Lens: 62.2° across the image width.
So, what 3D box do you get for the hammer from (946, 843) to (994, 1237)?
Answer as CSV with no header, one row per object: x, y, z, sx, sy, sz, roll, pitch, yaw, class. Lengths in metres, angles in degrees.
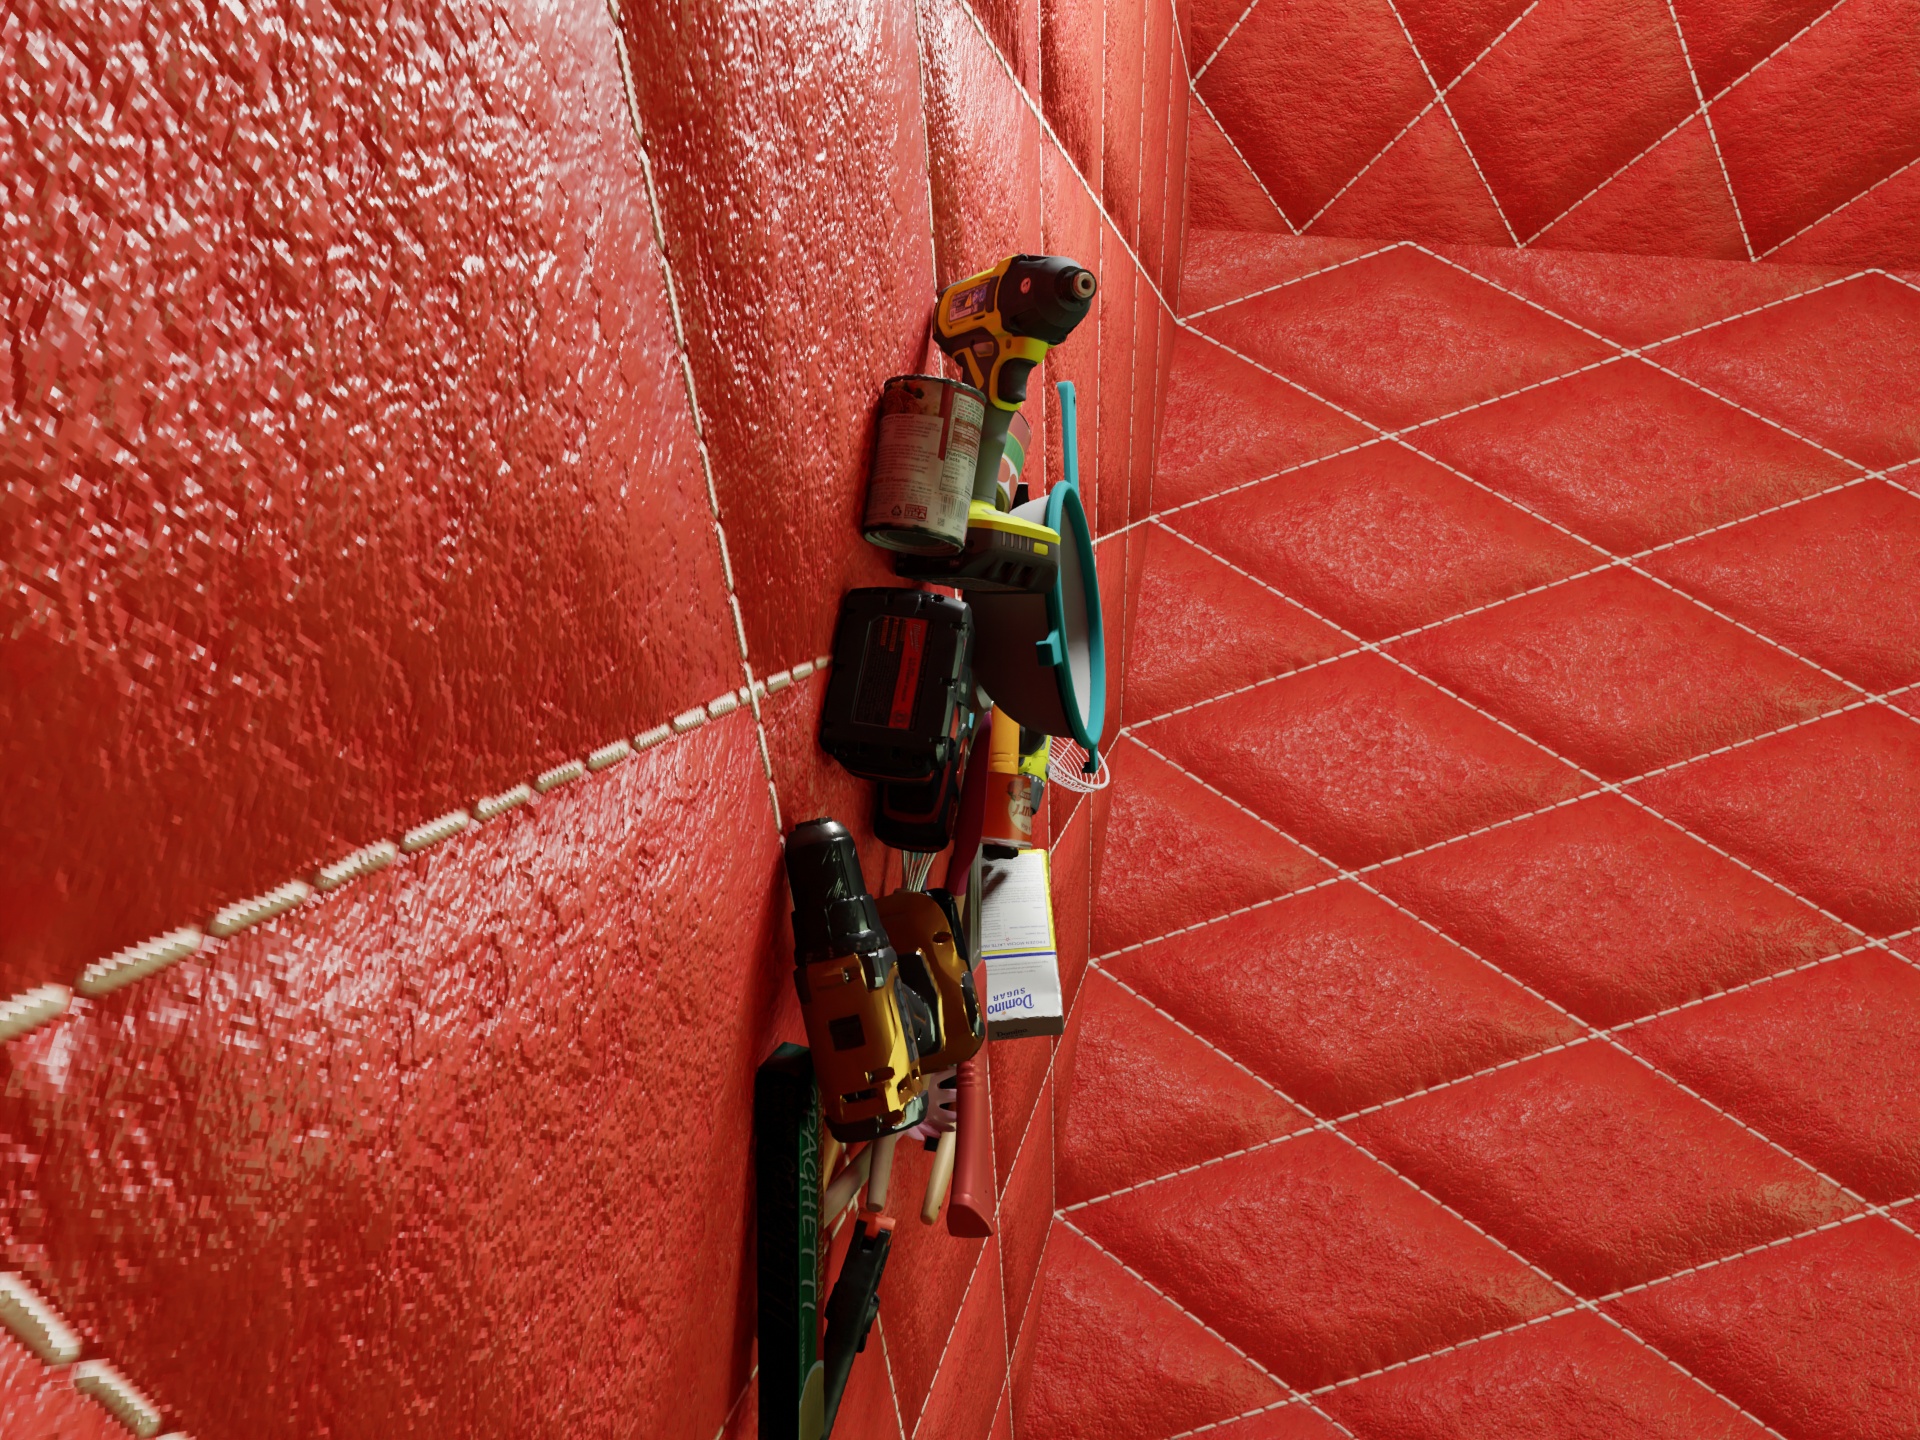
0.013,0.248,1.340,0.149,0.037,0.359,48,37,-57,hammer

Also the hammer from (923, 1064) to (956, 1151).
-0.023,0.296,1.426,0.334,0.035,0.146,73,25,-66,hammer

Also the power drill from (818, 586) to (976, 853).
-0.028,-0.020,1.086,0.226,0.080,0.188,73,26,-73,power drill

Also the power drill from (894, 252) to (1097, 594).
0.028,-0.203,1.093,0.171,0.080,0.223,8,-91,62,power drill

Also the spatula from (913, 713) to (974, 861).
-0.002,-0.023,1.382,0.082,0.044,0.318,83,12,-47,spatula

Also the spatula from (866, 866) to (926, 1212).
-0.046,0.234,1.231,0.316,0.018,0.059,-82,-178,-46,spatula

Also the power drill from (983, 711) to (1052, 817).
0.055,0.014,1.572,0.228,0.080,0.191,79,20,-68,power drill

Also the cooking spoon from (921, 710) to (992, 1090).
-0.009,0.145,1.137,0.069,0.017,0.318,-101,-160,-70,cooking spoon

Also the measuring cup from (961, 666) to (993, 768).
-0.002,-0.004,1.294,0.083,0.038,0.168,61,31,-56,measuring cup

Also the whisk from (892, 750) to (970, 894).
-0.038,0.124,1.211,0.059,0.057,0.246,-2,-105,67,whisk

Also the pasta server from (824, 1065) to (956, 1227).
-0.058,0.324,1.198,0.316,0.040,0.060,-21,102,-74,pasta server

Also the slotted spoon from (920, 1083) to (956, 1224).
0.007,0.328,1.439,0.314,0.031,0.070,-69,160,-54,slotted spoon

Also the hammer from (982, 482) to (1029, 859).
0.042,-0.043,1.411,0.127,0.034,0.337,72,20,-68,hammer

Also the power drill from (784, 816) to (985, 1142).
-0.052,0.152,1.000,0.226,0.084,0.185,13,63,-79,power drill

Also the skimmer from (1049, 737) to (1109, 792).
0.113,-0.041,1.816,0.362,0.090,0.127,78,-12,-53,skimmer

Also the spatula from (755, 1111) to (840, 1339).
-0.077,0.271,1.090,0.323,0.041,0.080,-72,151,-44,spatula

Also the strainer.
0.054,-0.135,1.290,0.210,0.095,0.341,63,24,-58,strainer
